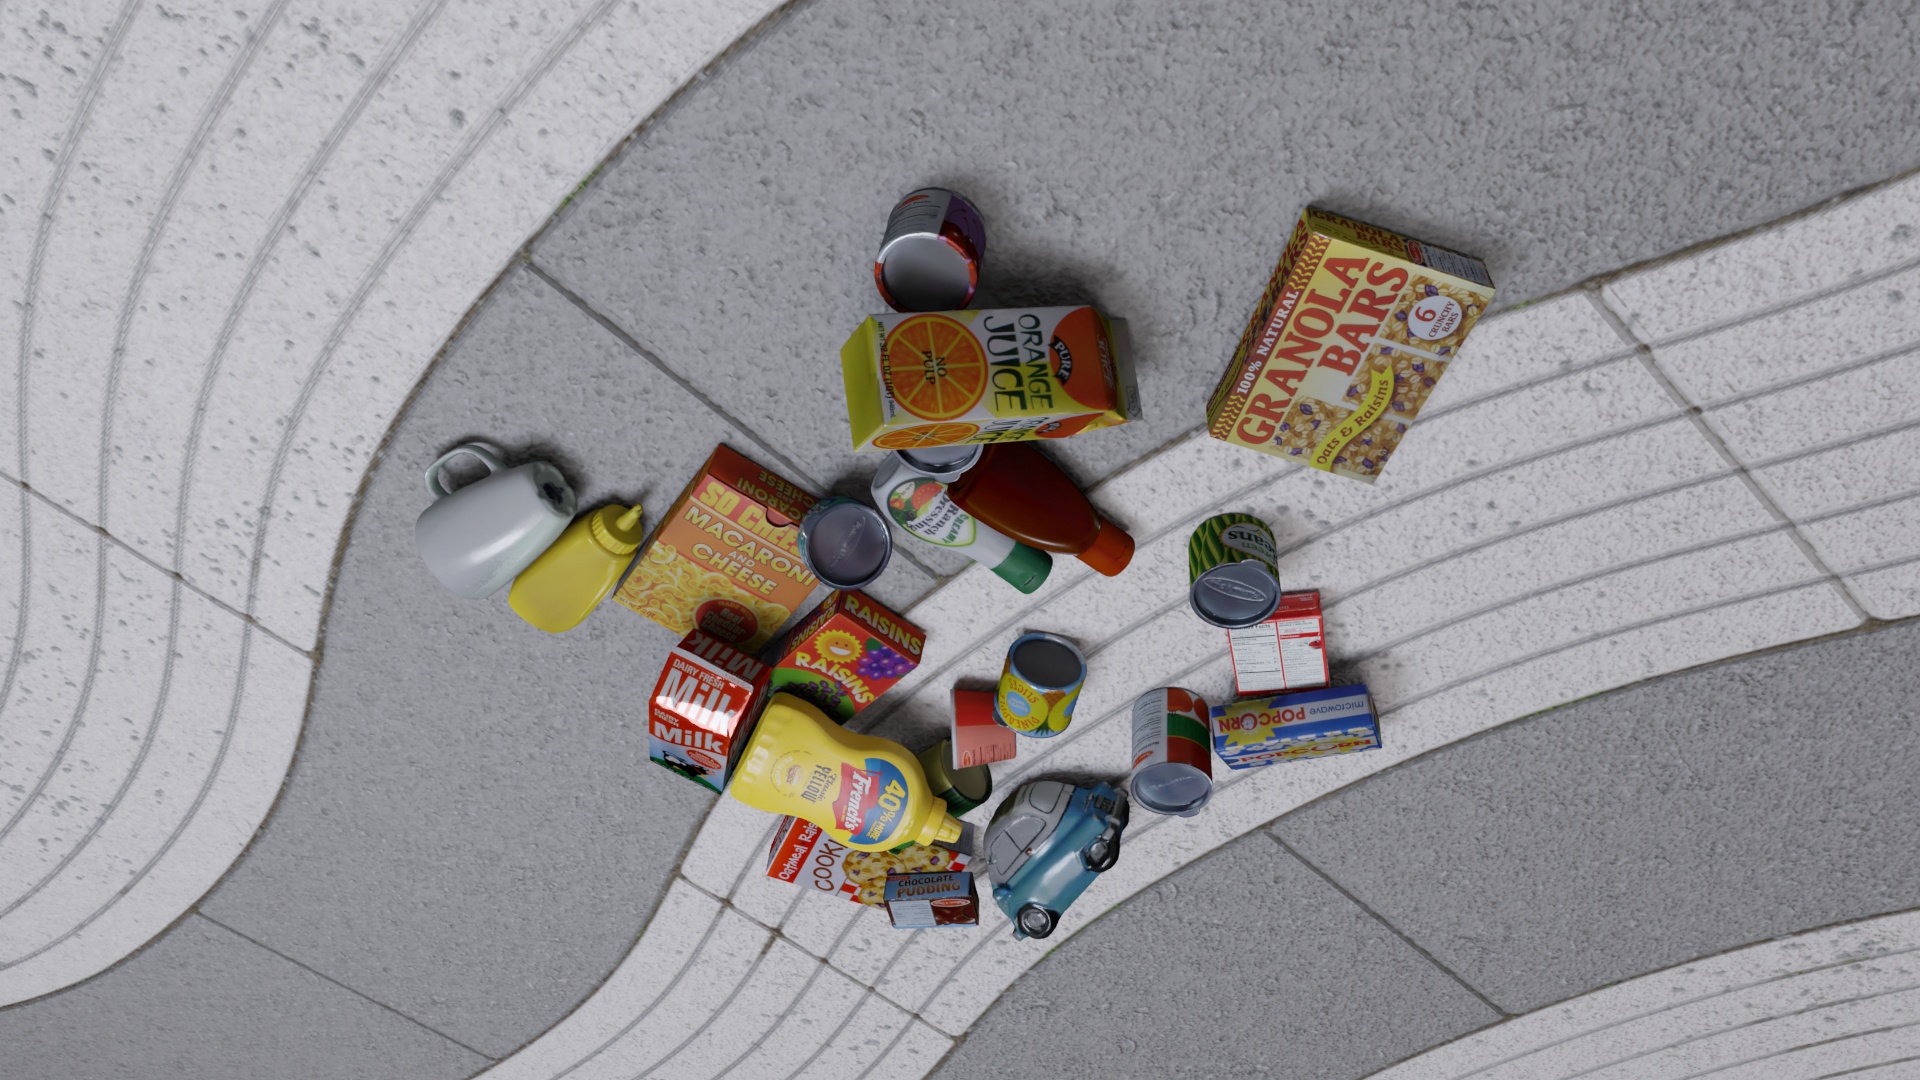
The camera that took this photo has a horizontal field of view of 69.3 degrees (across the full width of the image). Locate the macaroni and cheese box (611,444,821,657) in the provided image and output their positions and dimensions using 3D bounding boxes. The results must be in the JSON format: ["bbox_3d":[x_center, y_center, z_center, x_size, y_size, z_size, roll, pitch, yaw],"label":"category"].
[{"bbox_3d":[-0.179,0.017,1.088,0.123,0.040,0.165,30,128,-19],"label":"macaroni and cheese box"}]

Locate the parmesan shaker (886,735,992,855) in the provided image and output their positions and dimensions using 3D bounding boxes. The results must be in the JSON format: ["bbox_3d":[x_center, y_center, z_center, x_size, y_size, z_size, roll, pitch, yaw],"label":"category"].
[{"bbox_3d":[-0.029,0.226,1.226,0.071,0.072,0.102,40,124,-24],"label":"parmesan shaker"}]

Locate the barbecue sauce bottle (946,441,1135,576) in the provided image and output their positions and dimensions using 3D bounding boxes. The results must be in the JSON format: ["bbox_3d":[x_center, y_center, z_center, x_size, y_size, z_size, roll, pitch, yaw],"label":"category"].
[{"bbox_3d":[0.063,-0.022,1.013,0.148,0.065,0.043,31,171,-27],"label":"barbecue sauce bottle"}]

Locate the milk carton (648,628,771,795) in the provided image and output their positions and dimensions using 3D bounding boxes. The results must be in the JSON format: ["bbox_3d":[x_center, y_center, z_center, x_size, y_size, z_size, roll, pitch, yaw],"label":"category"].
[{"bbox_3d":[-0.203,0.134,1.122,0.072,0.074,0.189,26,151,2],"label":"milk carton"}]

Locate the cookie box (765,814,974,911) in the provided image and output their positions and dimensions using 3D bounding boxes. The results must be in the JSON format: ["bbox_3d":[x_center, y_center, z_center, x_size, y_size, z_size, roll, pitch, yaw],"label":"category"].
[{"bbox_3d":[-0.087,0.292,1.313,0.167,0.040,0.122,19,130,-11],"label":"cookie box"}]

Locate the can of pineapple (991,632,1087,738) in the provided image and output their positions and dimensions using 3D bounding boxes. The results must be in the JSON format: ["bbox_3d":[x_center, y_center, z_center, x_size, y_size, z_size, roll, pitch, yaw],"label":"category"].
[{"bbox_3d":[0.063,0.118,1.123,0.071,0.071,0.057,11,130,-2],"label":"can of pineapple"}]

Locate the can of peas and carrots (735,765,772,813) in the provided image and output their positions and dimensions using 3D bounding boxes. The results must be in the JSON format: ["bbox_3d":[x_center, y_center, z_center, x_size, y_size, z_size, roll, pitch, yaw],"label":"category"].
[{"bbox_3d":[-0.156,0.200,1.222,0.071,0.071,0.058,29,129,-16],"label":"can of peas and carrots"}]

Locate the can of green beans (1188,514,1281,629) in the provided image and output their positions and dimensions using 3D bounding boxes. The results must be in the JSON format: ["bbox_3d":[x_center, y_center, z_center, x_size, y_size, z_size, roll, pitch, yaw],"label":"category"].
[{"bbox_3d":[0.203,0.023,1.030,0.071,0.058,0.071,4,131,5],"label":"can of green beans"}]

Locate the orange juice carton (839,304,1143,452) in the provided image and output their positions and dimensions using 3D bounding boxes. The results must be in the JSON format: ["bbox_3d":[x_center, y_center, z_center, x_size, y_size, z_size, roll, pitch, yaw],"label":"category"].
[{"bbox_3d":[0.027,-0.105,0.896,0.193,0.072,0.073,-6,172,-20],"label":"orange juice carton"}]

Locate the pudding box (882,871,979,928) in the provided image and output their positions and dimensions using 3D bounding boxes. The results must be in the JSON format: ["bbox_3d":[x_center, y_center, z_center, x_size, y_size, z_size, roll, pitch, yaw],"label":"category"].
[{"bbox_3d":[-0.026,0.337,1.296,0.084,0.030,0.049,-5,129,9],"label":"pudding box"}]

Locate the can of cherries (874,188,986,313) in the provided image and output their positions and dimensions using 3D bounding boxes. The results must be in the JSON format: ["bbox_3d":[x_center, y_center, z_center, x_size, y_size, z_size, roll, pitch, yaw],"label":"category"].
[{"bbox_3d":[-0.017,-0.180,0.886,0.071,0.059,0.071,4,130,5],"label":"can of cherries"}]

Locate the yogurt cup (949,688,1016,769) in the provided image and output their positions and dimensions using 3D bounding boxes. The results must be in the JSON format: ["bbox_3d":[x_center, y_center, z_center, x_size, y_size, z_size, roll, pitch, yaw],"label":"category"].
[{"bbox_3d":[0.019,0.157,1.168,0.054,0.073,0.072,-3,130,-1],"label":"yogurt cup"}]

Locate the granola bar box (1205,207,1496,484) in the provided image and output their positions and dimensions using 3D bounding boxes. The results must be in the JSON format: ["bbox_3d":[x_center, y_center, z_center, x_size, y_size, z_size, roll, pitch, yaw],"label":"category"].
[{"bbox_3d":[0.250,-0.124,0.911,0.124,0.039,0.164,15,131,-7],"label":"granola bar box"}]

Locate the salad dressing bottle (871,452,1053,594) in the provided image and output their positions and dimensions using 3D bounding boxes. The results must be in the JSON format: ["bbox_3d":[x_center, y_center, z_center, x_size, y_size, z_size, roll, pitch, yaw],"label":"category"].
[{"bbox_3d":[0.004,-0.013,1.035,0.147,0.044,0.064,35,116,-21],"label":"salad dressing bottle"}]

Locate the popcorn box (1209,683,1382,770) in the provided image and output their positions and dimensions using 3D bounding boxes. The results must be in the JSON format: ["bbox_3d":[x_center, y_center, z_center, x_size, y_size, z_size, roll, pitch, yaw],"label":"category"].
[{"bbox_3d":[0.272,0.152,1.123,0.126,0.038,0.085,-11,157,17],"label":"popcorn box"}]

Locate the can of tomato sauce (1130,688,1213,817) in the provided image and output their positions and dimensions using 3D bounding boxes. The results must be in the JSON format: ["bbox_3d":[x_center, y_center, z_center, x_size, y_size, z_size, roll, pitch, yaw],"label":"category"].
[{"bbox_3d":[0.175,0.175,1.147,0.071,0.083,0.070,4,131,4],"label":"can of tomato sauce"}]

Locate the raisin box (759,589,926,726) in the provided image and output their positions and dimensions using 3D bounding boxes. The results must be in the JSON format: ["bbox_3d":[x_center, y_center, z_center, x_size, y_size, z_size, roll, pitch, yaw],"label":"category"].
[{"bbox_3d":[-0.100,0.099,1.149,0.086,0.040,0.123,35,127,-20],"label":"raisin box"}]

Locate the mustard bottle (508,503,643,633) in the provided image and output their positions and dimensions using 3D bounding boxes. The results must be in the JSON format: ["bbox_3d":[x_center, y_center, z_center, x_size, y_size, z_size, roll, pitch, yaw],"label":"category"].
[{"bbox_3d":[-0.292,0.014,1.095,0.065,0.049,0.159,39,124,-22],"label":"mustard bottle"}]

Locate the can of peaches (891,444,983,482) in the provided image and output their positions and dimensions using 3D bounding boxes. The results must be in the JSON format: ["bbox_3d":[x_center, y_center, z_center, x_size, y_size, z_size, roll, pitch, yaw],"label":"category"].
[{"bbox_3d":[-0.014,-0.085,0.967,0.071,0.058,0.070,3,131,4],"label":"can of peaches"}]

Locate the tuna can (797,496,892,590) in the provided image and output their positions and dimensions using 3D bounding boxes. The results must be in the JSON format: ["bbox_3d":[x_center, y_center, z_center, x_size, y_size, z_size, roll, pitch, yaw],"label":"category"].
[{"bbox_3d":[-0.088,0.000,1.026,0.071,0.033,0.071,-4,102,-18],"label":"tuna can"}]
